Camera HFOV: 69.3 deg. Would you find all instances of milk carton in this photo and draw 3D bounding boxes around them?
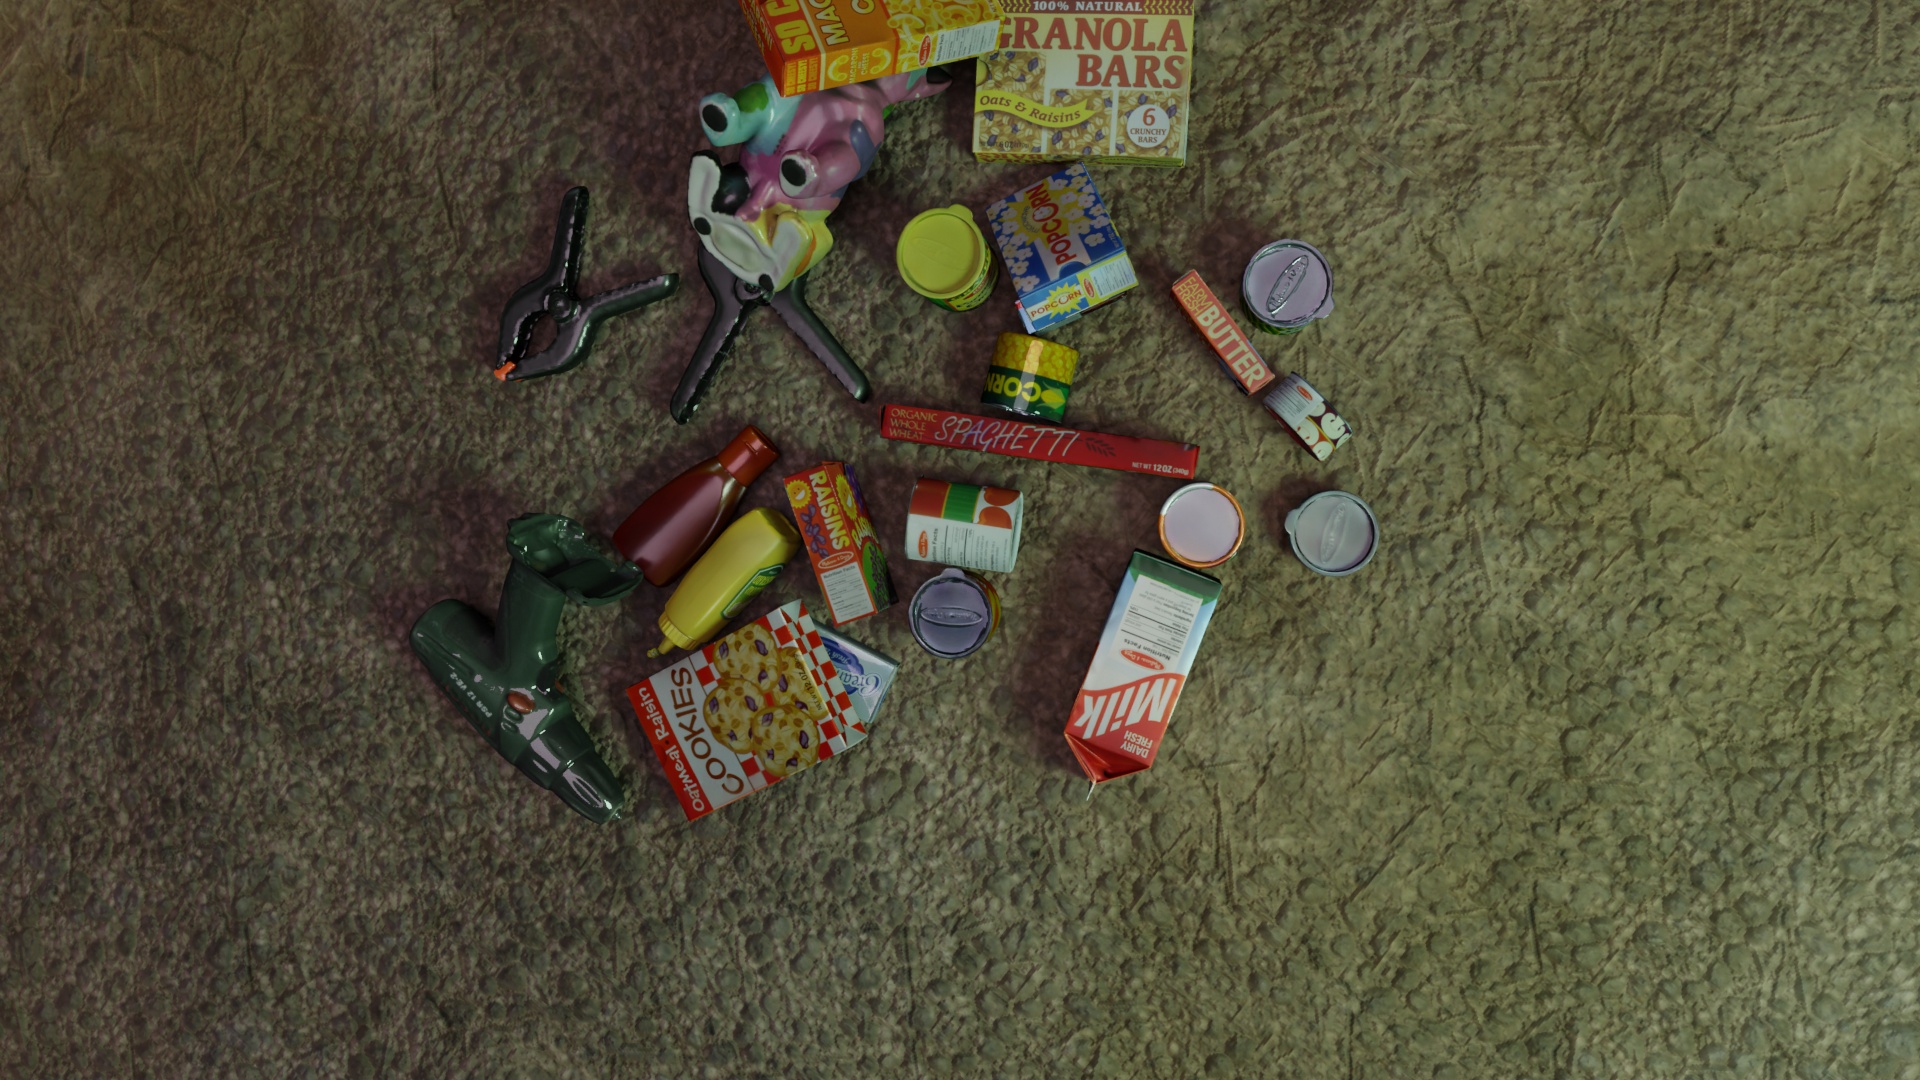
[{"bbox_3d":[0.134,0.107,1.073,0.073,0.072,0.190,21,94,7],"label":"milk carton"}]

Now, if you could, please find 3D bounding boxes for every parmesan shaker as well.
[{"bbox_3d":[-0.006,-0.215,1.066,0.071,0.103,0.071,0,93,9],"label":"parmesan shaker"}]

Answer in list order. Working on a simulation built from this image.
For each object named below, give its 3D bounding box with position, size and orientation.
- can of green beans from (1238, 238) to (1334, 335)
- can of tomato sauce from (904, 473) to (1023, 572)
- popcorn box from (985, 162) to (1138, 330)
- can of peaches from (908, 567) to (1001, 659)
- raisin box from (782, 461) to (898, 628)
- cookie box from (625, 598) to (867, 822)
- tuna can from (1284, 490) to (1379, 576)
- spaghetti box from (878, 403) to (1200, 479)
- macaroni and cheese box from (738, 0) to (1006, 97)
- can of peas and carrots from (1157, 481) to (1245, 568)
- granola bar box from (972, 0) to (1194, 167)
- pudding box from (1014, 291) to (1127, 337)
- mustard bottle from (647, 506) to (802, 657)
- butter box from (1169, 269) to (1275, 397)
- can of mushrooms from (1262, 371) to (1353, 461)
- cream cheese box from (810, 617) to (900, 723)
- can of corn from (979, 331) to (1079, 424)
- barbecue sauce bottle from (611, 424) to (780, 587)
[{"bbox_3d":[0.246,-0.191,1.054,0.071,0.058,0.071,0,92,8],"label":"can of green beans"},{"bbox_3d":[0.004,-0.014,1.092,0.083,0.071,0.071,8,93,8],"label":"can of tomato sauce"},{"bbox_3d":[0.075,-0.224,1.051,0.085,0.038,0.127,-23,46,8],"label":"popcorn box"},{"bbox_3d":[-0.003,0.055,1.098,0.071,0.058,0.071,0,92,9],"label":"can of peaches"},{"bbox_3d":[-0.093,0.001,1.095,0.040,0.086,0.123,-20,89,10],"label":"raisin box"},{"bbox_3d":[-0.175,0.138,1.115,0.167,0.040,0.123,-27,87,23],"label":"cookie box"},{"bbox_3d":[0.283,-0.007,1.067,0.071,0.033,0.071,0,92,8],"label":"tuna can"},{"bbox_3d":[0.061,-0.077,1.089,0.250,0.050,0.028,8,93,8],"label":"spaghetti box"},{"bbox_3d":[-0.069,-0.391,0.991,0.167,0.040,0.124,-18,69,-16],"label":"macaroni and cheese box"},{"bbox_3d":[0.186,-0.010,1.068,0.071,0.059,0.071,0,93,9],"label":"can of peas and carrots"},{"bbox_3d":[0.095,-0.357,1.079,0.165,0.039,0.124,4,92,8],"label":"granola bar box"},{"bbox_3d":[0.087,-0.188,1.081,0.083,0.050,0.030,-23,91,9],"label":"pudding box"},{"bbox_3d":[-0.198,0.042,1.125,0.160,0.065,0.049,-46,77,12],"label":"mustard bottle"},{"bbox_3d":[0.199,-0.157,1.064,0.024,0.053,0.103,-37,87,6],"label":"butter box"},{"bbox_3d":[0.264,-0.092,1.052,0.033,0.071,0.071,-44,86,8],"label":"can of mushrooms"},{"bbox_3d":[-0.106,0.101,1.131,0.104,0.024,0.053,27,98,7],"label":"cream cheese box"},{"bbox_3d":[0.053,-0.127,1.077,0.071,0.071,0.058,15,94,7],"label":"can of corn"},{"bbox_3d":[-0.212,-0.032,1.133,0.148,0.044,0.065,-43,86,7],"label":"barbecue sauce bottle"}]
